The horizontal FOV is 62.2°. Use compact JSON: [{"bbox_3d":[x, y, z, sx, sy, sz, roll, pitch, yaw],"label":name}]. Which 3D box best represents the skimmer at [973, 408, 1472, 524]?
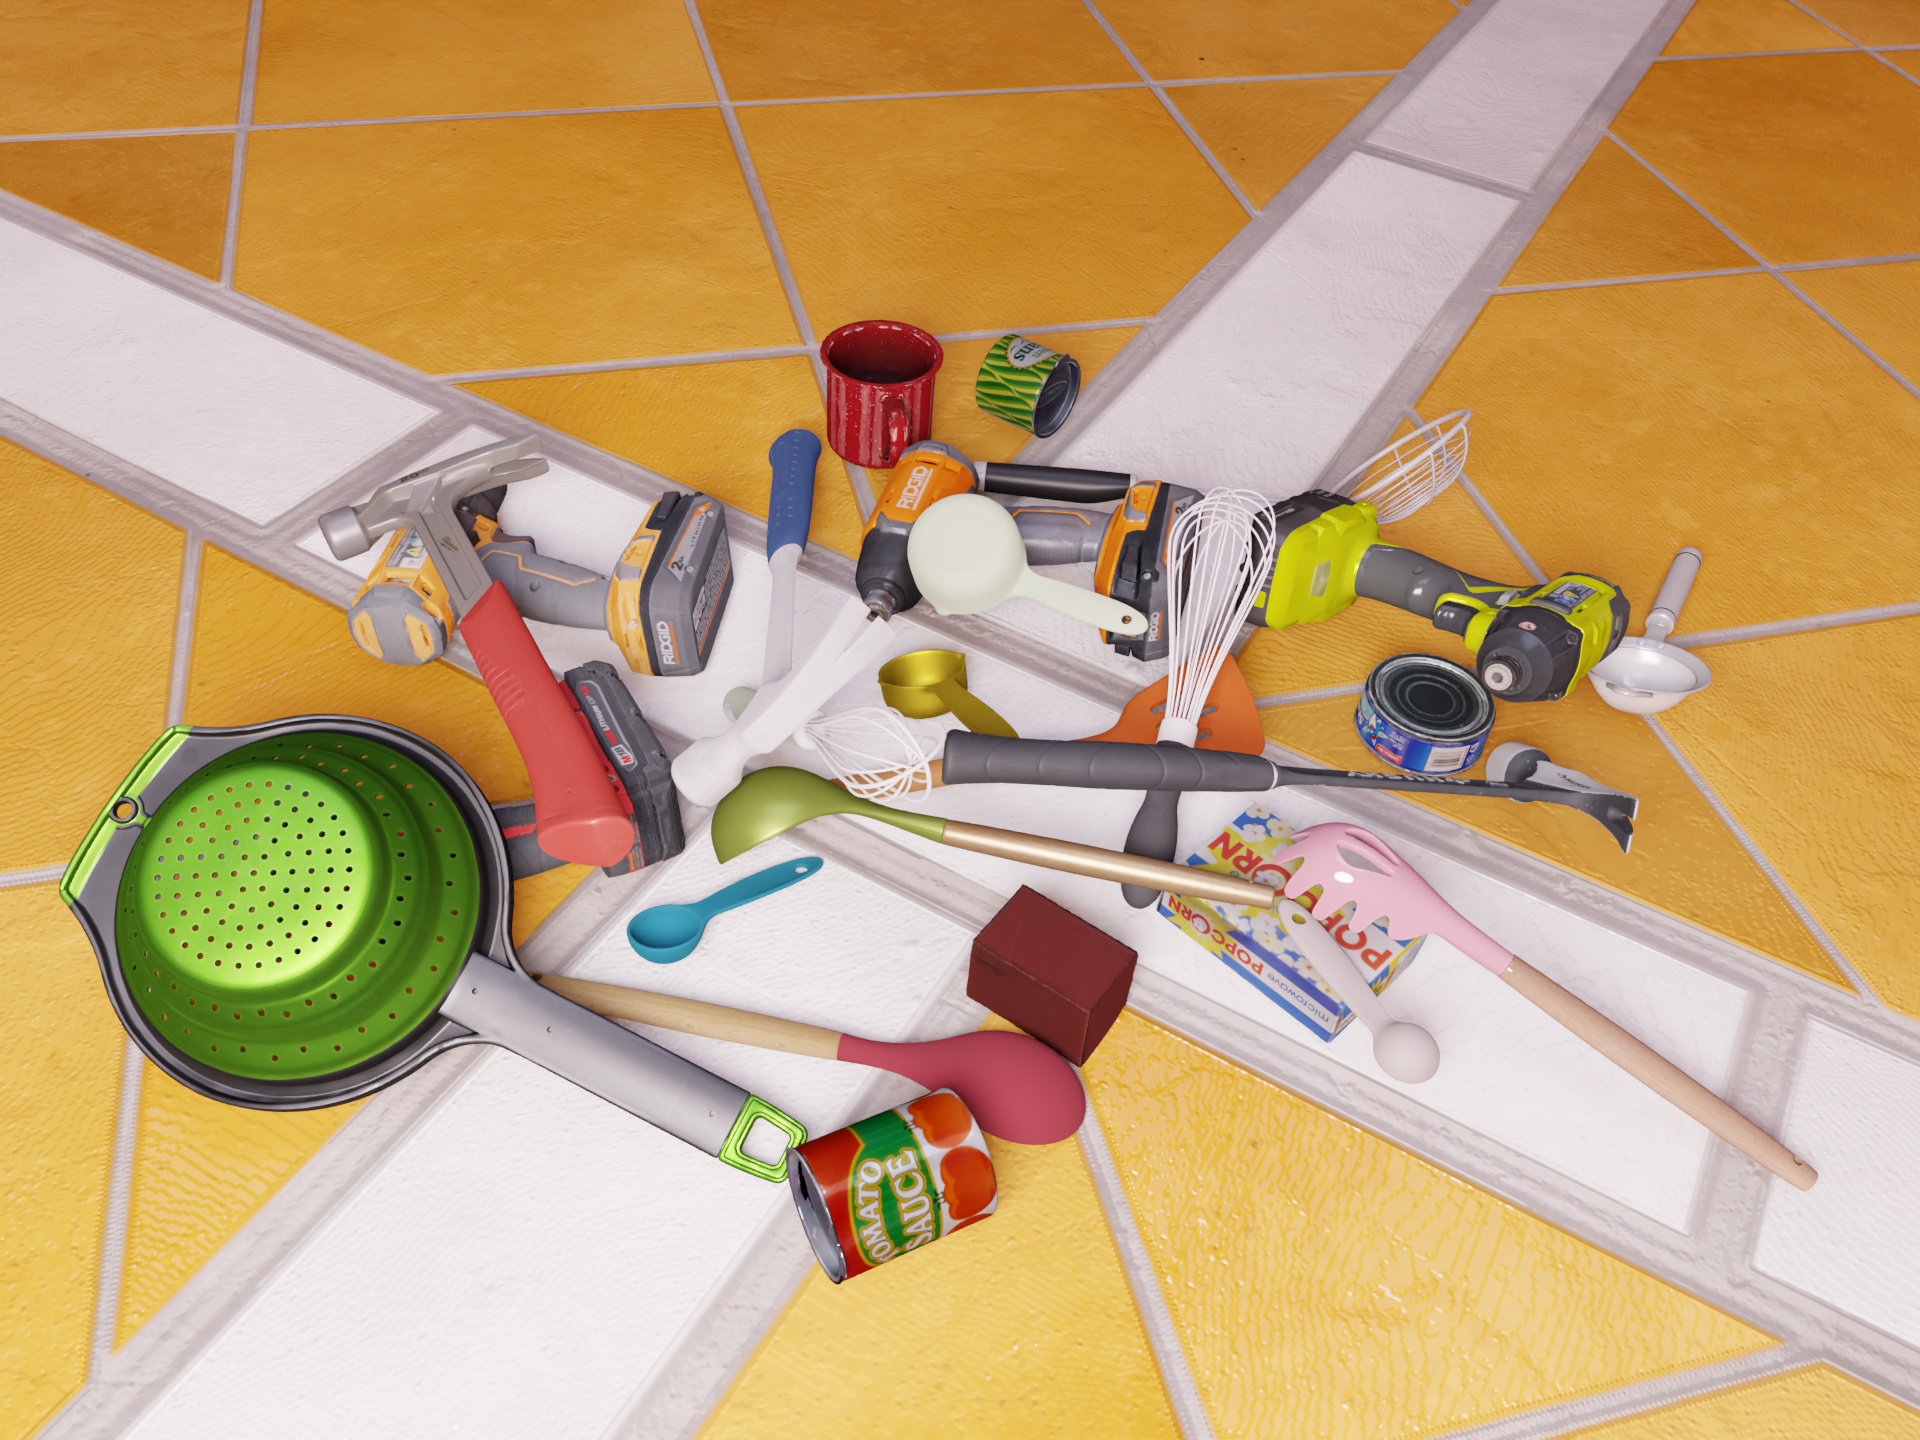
[{"bbox_3d":[0.192,-0.200,1.187,0.363,0.090,0.127,5,12,3],"label":"skimmer"}]

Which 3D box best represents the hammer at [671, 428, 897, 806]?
[{"bbox_3d":[-0.108,-0.102,1.022,0.035,0.144,0.406,43,20,-24],"label":"hammer"}]

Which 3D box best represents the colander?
[{"bbox_3d":[-0.255,0.120,0.768,0.397,0.094,0.204,27,73,2],"label":"colander"}]

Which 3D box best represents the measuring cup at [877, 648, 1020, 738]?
[{"bbox_3d":[-0.002,-0.003,0.983,0.062,0.029,0.157,-19,30,-19],"label":"measuring cup"}]

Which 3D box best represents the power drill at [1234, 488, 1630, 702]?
[{"bbox_3d":[0.301,-0.077,1.037,0.223,0.080,0.171,23,30,31],"label":"power drill"}]

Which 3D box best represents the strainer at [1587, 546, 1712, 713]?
[{"bbox_3d":[0.490,-0.063,1.113,0.087,0.050,0.258,17,39,26],"label":"strainer"}]

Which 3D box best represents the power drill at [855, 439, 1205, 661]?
[{"bbox_3d":[0.042,-0.110,1.094,0.226,0.084,0.164,11,47,11],"label":"power drill"}]

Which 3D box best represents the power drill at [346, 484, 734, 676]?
[{"bbox_3d":[-0.271,-0.111,1.066,0.226,0.084,0.186,3,44,5],"label":"power drill"}]

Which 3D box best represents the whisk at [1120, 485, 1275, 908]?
[{"bbox_3d":[0.140,-0.020,0.971,0.070,0.070,0.285,13,70,8],"label":"whisk"}]

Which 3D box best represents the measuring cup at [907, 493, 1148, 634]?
[{"bbox_3d":[0.042,-0.094,1.014,0.168,0.038,0.083,23,75,20],"label":"measuring cup"}]

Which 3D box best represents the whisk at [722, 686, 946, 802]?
[{"bbox_3d":[-0.081,0.006,0.917,0.059,0.057,0.246,-38,25,-21],"label":"whisk"}]

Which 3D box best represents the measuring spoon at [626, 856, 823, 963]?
[{"bbox_3d":[-0.130,0.109,0.904,0.128,0.021,0.042,-22,36,-36],"label":"measuring spoon"}]

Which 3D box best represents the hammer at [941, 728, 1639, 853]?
[{"bbox_3d":[0.186,0.033,0.898,0.408,0.036,0.149,4,11,-15],"label":"hammer"}]

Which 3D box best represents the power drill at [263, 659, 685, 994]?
[{"bbox_3d":[-0.281,0.055,0.902,0.219,0.078,0.143,-22,51,-21],"label":"power drill"}]

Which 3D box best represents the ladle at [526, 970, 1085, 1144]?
[{"bbox_3d":[-0.088,0.167,0.840,0.315,0.031,0.069,10,36,7],"label":"ladle"}]

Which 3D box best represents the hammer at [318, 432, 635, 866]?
[{"bbox_3d":[-0.258,-0.048,0.923,0.149,0.036,0.359,-25,48,-17],"label":"hammer"}]

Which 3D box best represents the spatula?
[{"bbox_3d":[0.027,0.021,0.985,0.322,0.041,0.081,-10,64,-13],"label":"spatula"}]

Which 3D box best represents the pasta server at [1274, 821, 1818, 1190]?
[{"bbox_3d":[0.312,0.152,0.855,0.316,0.040,0.060,36,51,10],"label":"pasta server"}]

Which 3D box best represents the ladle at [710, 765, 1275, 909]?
[{"bbox_3d":[0.015,0.080,0.898,0.320,0.062,0.078,11,6,7],"label":"ladle"}]

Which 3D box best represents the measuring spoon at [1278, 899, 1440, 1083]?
[{"bbox_3d":[0.210,0.138,0.845,0.034,0.018,0.124,-20,53,-24],"label":"measuring spoon"}]
